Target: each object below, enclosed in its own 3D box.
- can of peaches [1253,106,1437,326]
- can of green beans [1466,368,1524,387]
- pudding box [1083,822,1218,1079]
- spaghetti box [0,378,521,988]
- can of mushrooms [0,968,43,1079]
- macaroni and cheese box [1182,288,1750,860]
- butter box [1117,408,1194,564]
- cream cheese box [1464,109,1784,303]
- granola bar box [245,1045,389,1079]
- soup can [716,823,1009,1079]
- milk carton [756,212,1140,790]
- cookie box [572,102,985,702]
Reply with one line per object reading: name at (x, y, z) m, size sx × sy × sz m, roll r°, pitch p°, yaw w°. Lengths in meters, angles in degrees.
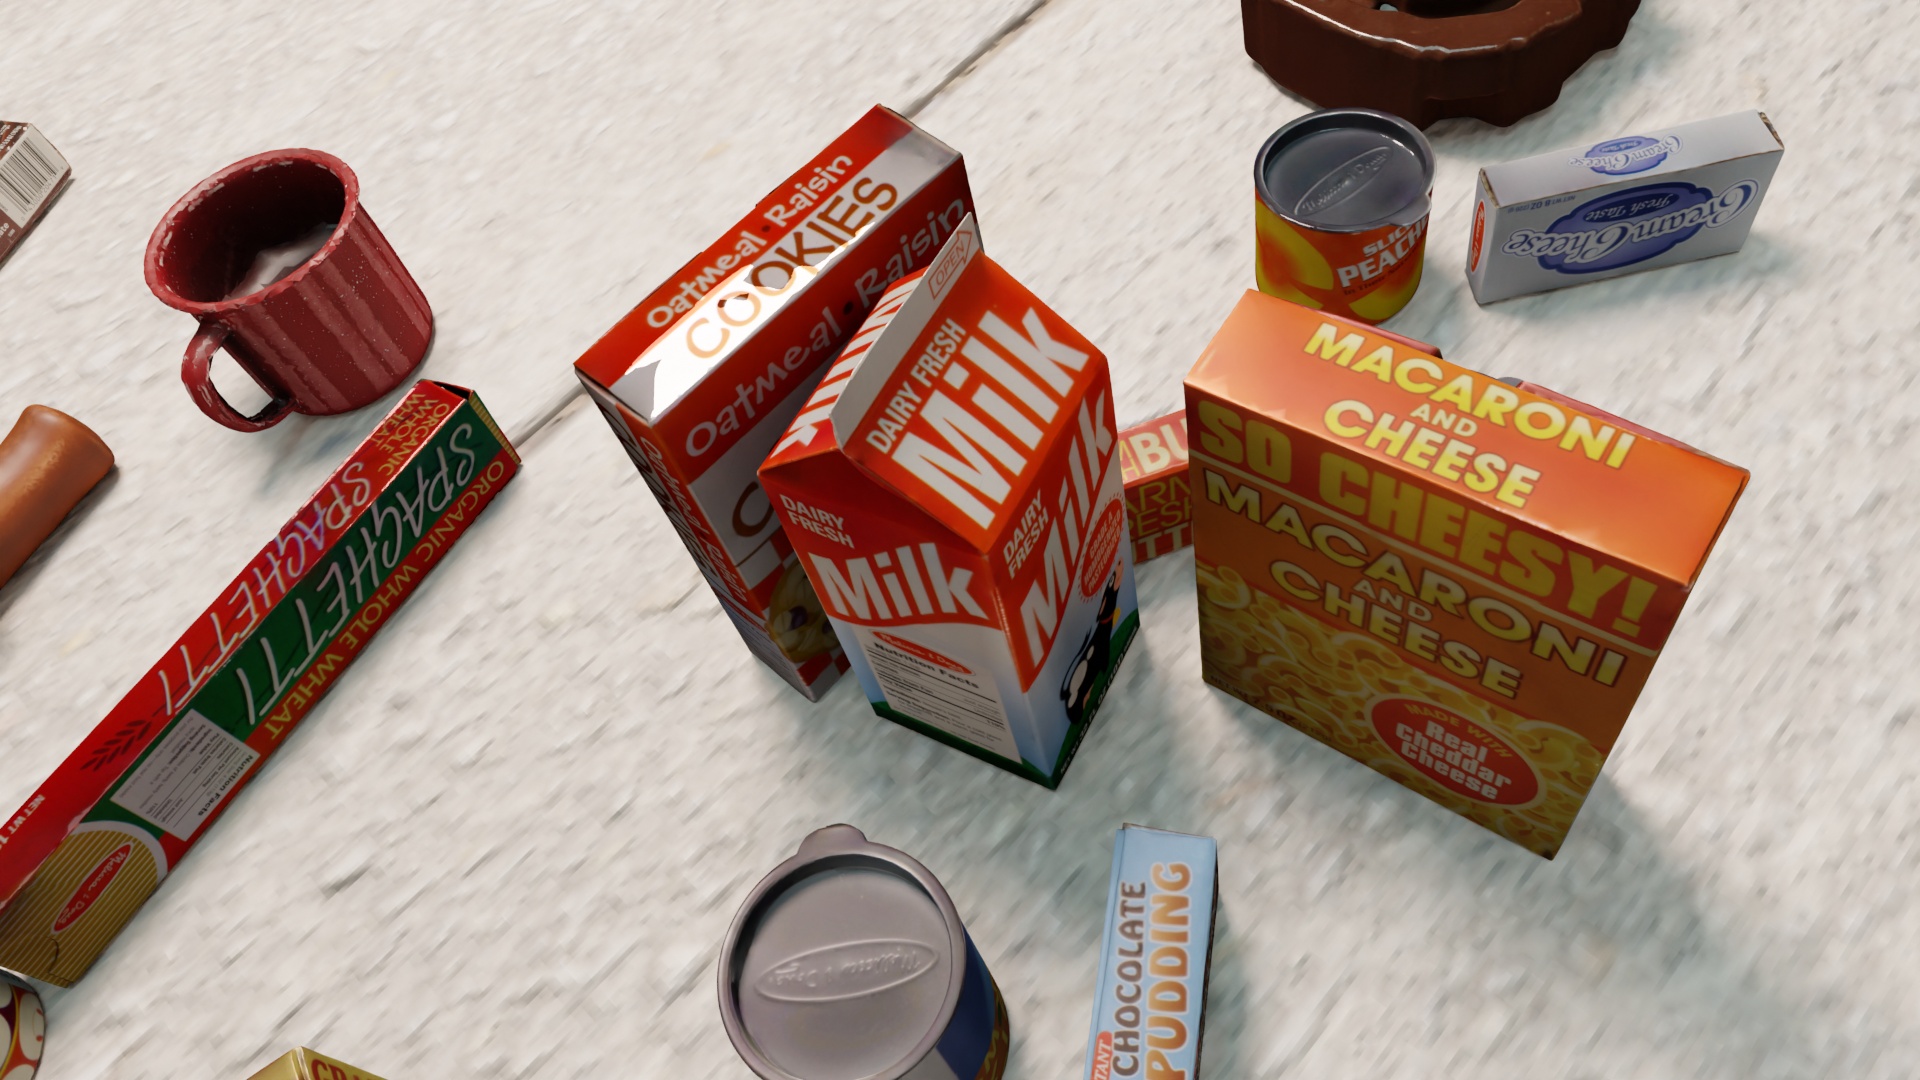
can of peaches at (0.149, -0.122, 0.538) m, size 0.071 × 0.057 × 0.071 m, roll -5°, pitch 57°, yaw 8°
can of green beans at (0.158, -0.015, 0.466) m, size 0.071 × 0.057 × 0.071 m, roll -5°, pitch 57°, yaw 8°
pudding box at (0.055, 0.129, 0.397) m, size 0.030 × 0.049 × 0.084 m, roll 4°, pitch 58°, yaw 14°
spaghetti box at (-0.260, 0.044, 0.517) m, size 0.029 × 0.050 × 0.251 m, roll 23°, pitch 64°, yaw 24°
can of mushrooms at (-0.346, 0.173, 0.460) m, size 0.071 × 0.033 × 0.071 m, roll -5°, pitch 56°, yaw 8°
macaroni and cheese box at (0.127, 0.015, 0.387) m, size 0.124 × 0.165 × 0.040 m, roll 27°, pitch 66°, yaw 26°
butter box at (0.082, -0.022, 0.489) m, size 0.103 × 0.053 × 0.024 m, roll -19°, pitch 56°, yaw -1°
cream cheese box at (0.246, -0.124, 0.522) m, size 0.104 × 0.053 × 0.024 m, roll -12°, pitch 56°, yaw 4°
granola bar box at (-0.204, 0.208, 0.354) m, size 0.166 × 0.123 × 0.039 m, roll -34°, pitch 57°, yaw -11°
soup can at (-0.024, 0.129, 0.393) m, size 0.071 × 0.083 × 0.072 m, roll -5°, pitch 57°, yaw 8°
milk carton at (0.001, -0.005, 0.411) m, size 0.073 × 0.189 × 0.072 m, roll 20°, pitch 64°, yaw 23°
cookie box at (-0.040, -0.037, 0.455) m, size 0.040 × 0.166 × 0.123 m, roll 34°, pitch 70°, yaw 28°
